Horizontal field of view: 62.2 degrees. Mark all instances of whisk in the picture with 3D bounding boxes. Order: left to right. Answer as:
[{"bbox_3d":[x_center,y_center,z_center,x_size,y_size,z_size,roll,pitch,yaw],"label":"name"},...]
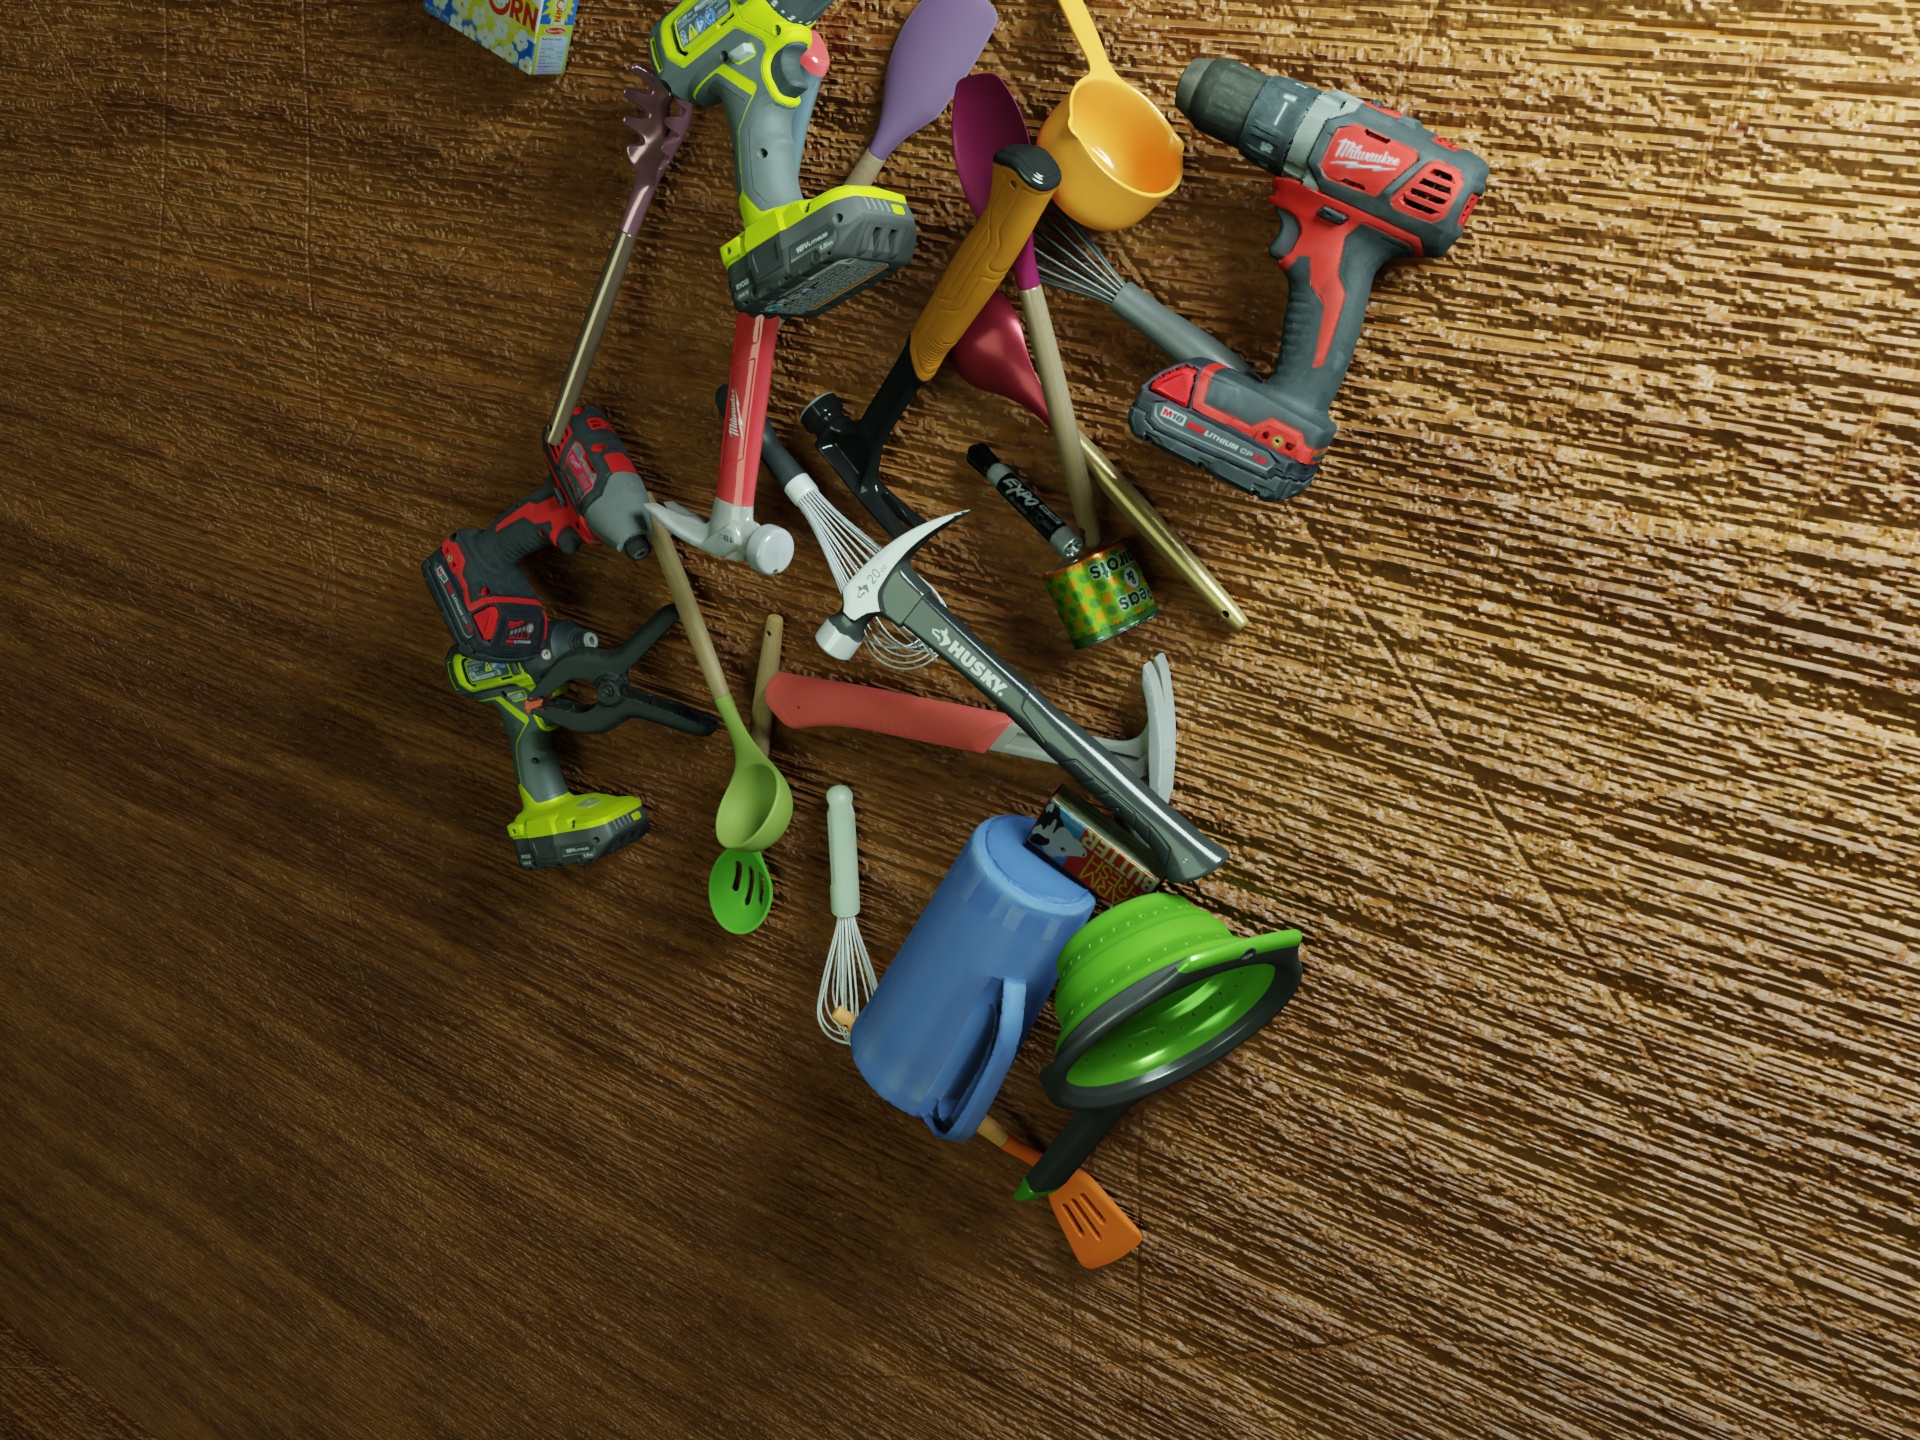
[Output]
[{"bbox_3d":[-0.104,-0.155,1.233,0.285,0.070,0.070,52,129,11],"label":"whisk"},{"bbox_3d":[-0.100,0.172,1.381,0.059,0.058,0.246,-2,108,-1],"label":"whisk"},{"bbox_3d":[0.105,-0.276,1.042,0.239,0.055,0.055,39,127,10],"label":"whisk"}]

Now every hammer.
[{"bbox_3d":[-0.160,-0.312,1.185,0.143,0.038,0.386,26,116,34],"label":"hammer"},{"bbox_3d":[-0.014,-0.255,1.081,0.127,0.034,0.336,52,145,7],"label":"hammer"},{"bbox_3d":[-0.002,-0.004,1.240,0.359,0.037,0.149,11,116,30],"label":"hammer"},{"bbox_3d":[0.058,-0.007,1.141,0.335,0.035,0.146,42,112,6],"label":"hammer"}]

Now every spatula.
[{"bbox_3d":[-0.074,-0.385,1.134,0.060,0.018,0.315,48,127,9],"label":"spatula"},{"bbox_3d":[0.017,0.348,1.347,0.322,0.041,0.081,39,129,-9],"label":"spatula"}]

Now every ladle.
[{"bbox_3d":[-0.219,-0.042,1.341,0.078,0.062,0.320,-22,88,36],"label":"ladle"},{"bbox_3d":[0.090,-0.182,1.106,0.315,0.031,0.069,49,131,5],"label":"ladle"}]

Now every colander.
[{"bbox_3d":[0.109,0.243,1.209,0.095,0.204,0.396,62,143,31],"label":"colander"}]

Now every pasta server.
[{"bbox_3d":[-0.275,-0.357,1.240,0.060,0.040,0.316,42,117,31],"label":"pasta server"}]

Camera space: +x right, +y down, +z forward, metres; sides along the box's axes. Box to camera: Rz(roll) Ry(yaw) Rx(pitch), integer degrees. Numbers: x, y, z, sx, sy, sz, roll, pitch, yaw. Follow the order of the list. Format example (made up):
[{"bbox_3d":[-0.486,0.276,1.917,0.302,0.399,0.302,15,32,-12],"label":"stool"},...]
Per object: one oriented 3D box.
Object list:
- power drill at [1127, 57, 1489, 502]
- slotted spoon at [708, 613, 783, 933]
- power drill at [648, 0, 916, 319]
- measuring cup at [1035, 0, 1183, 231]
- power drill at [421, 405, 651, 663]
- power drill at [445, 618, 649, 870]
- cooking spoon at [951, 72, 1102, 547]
[{"bbox_3d":[0.180,-0.266,0.952,0.188,0.080,0.226,30,113,12],"label":"power drill"},{"bbox_3d":[-0.179,0.051,1.393,0.070,0.031,0.313,24,120,24],"label":"slotted spoon"},{"bbox_3d":[-0.108,-0.400,1.048,0.190,0.080,0.228,-17,87,40],"label":"power drill"},{"bbox_3d":[0.076,-0.388,1.002,0.052,0.095,0.174,-37,67,50],"label":"measuring cup"},{"bbox_3d":[-0.353,-0.149,1.362,0.219,0.078,0.143,-39,72,25],"label":"power drill"},{"bbox_3d":[-0.380,0.019,1.487,0.171,0.080,0.223,-10,102,32],"label":"power drill"},{"bbox_3d":[0.052,-0.260,1.046,0.069,0.017,0.318,12,128,45],"label":"cooking spoon"}]
